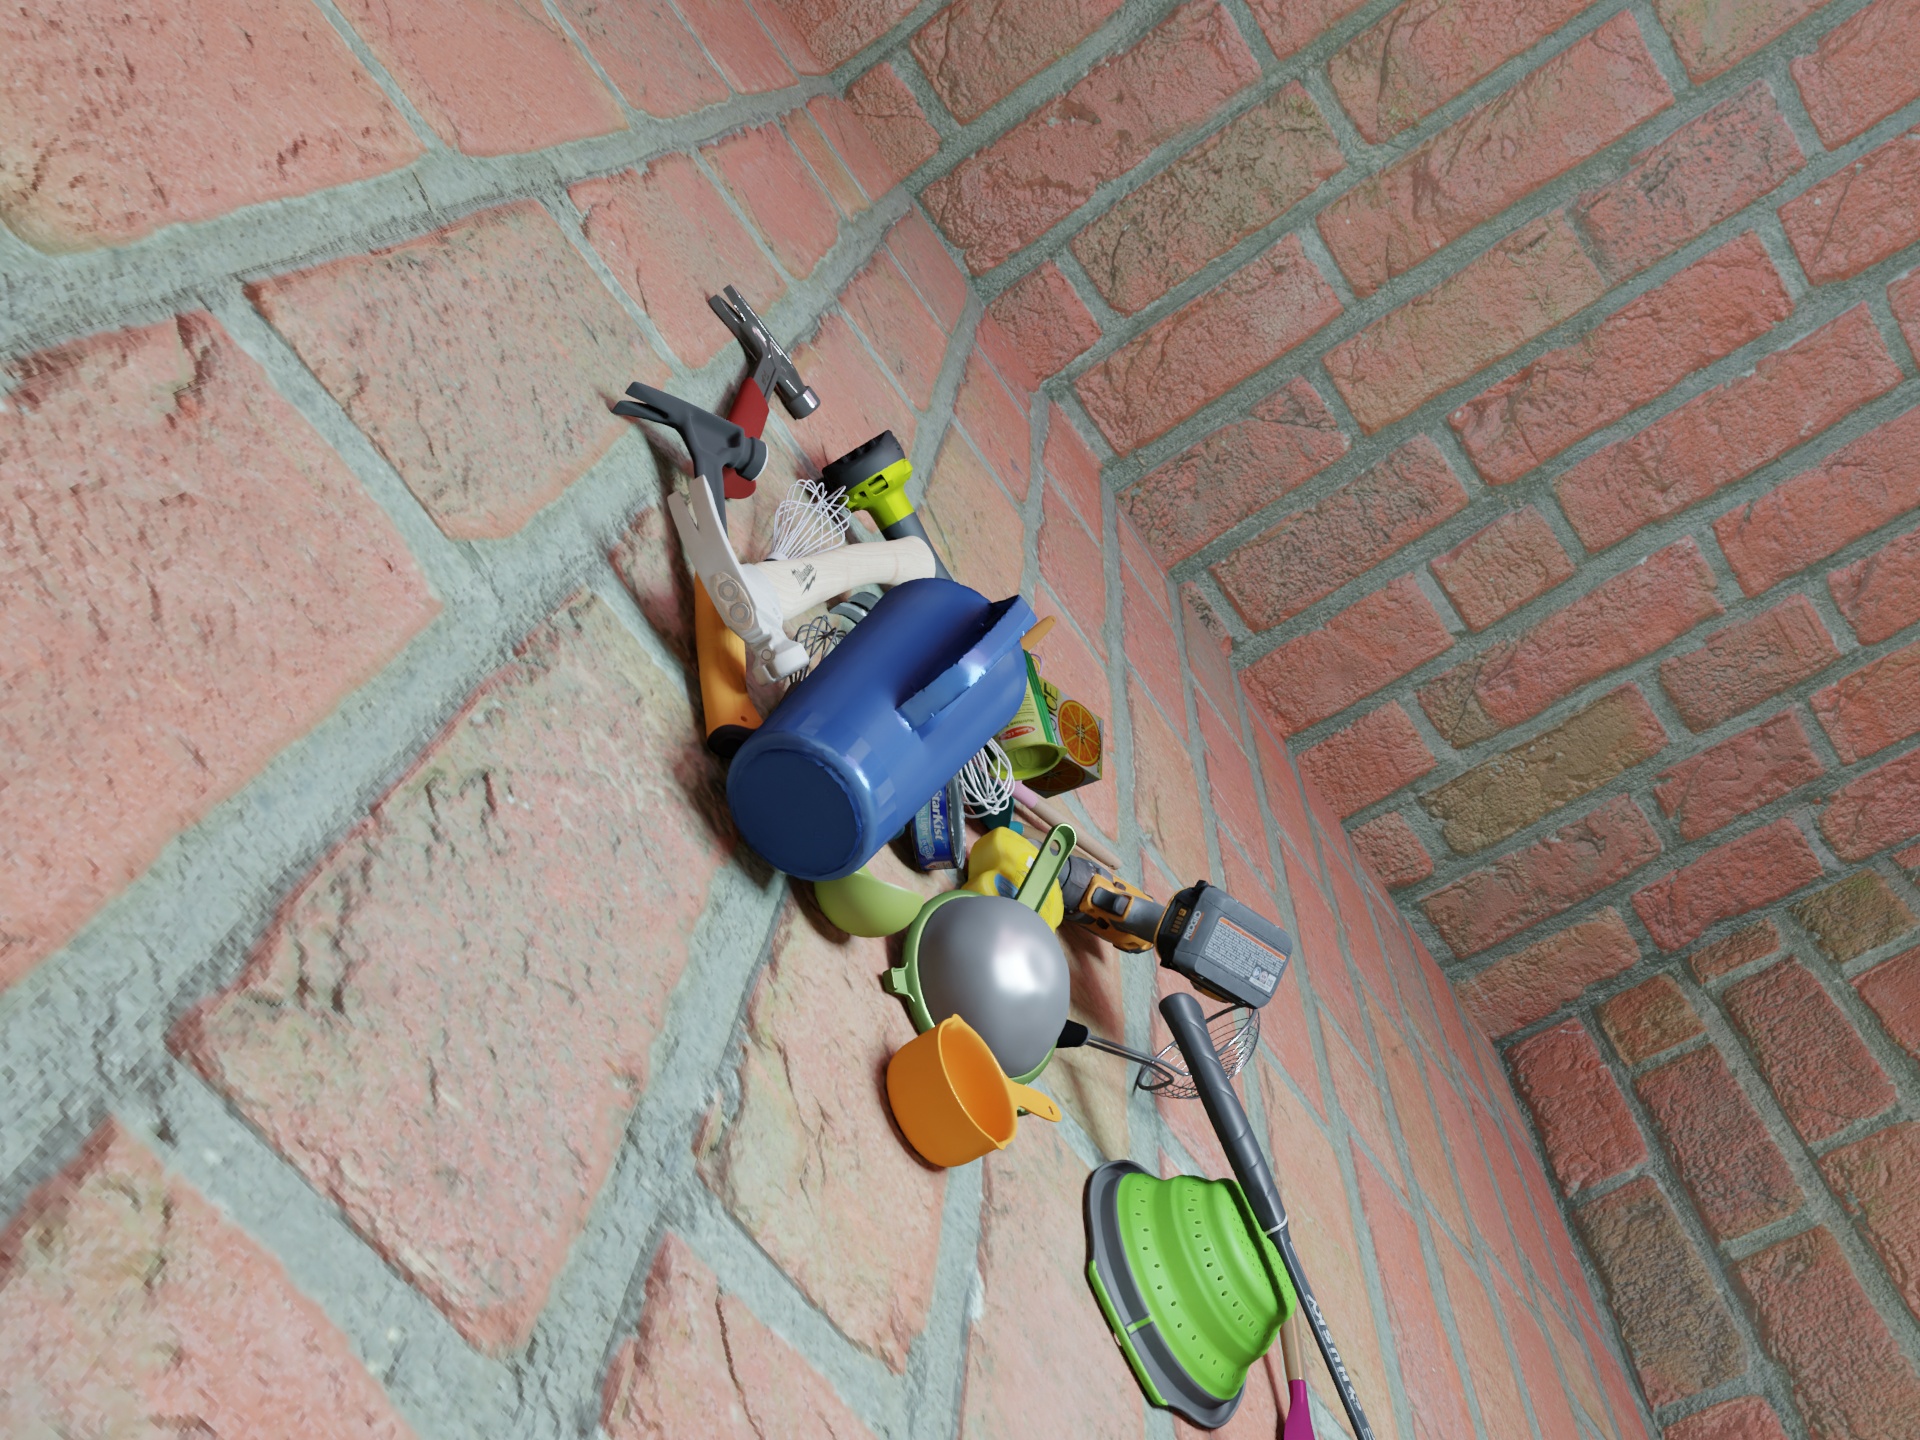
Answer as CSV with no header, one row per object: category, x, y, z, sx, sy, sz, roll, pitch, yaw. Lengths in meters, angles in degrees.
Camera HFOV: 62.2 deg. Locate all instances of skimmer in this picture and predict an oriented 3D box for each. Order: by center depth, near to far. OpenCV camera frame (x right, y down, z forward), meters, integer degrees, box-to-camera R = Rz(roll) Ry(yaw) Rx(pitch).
skimmer,0.128,0.251,1.336,0.363,0.127,0.090,27,39,-43

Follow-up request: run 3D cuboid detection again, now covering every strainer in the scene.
strainer,0.054,0.153,1.177,0.151,0.069,0.256,47,42,-13

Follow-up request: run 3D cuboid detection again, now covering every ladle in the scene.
ladle,-0.079,0.045,1.172,0.078,0.062,0.320,21,29,-22

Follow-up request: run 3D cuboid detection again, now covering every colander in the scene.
colander,0.217,0.418,1.278,0.205,0.094,0.397,62,17,13

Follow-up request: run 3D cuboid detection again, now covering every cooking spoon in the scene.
cooking spoon,0.277,0.526,1.324,0.068,0.017,0.319,49,28,-35

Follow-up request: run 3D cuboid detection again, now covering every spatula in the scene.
spatula,0.071,0.101,1.512,0.082,0.044,0.317,36,2,30
spatula,0.049,-0.066,1.679,0.081,0.041,0.322,56,24,-4

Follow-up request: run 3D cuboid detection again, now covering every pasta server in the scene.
pasta server,0.083,0.082,1.567,0.315,0.060,0.040,38,48,-49

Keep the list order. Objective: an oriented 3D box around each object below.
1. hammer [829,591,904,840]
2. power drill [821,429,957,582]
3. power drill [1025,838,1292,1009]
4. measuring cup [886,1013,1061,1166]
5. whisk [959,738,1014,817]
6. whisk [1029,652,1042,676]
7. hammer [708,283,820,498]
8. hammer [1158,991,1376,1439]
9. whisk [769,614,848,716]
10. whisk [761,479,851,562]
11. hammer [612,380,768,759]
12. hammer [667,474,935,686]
hammer,-0.064,-0.005,1.337,0.128,0.033,0.331,50,18,-26
power drill,-0.047,-0.168,1.576,0.223,0.080,0.171,59,-1,-6
power drill,0.159,0.171,1.419,0.185,0.084,0.226,33,-11,-34
measuring cup,0.011,0.258,1.060,0.173,0.052,0.095,37,26,-54
whisk,-0.002,-0.004,1.384,0.057,0.059,0.247,39,20,-37
whisk,0.056,-0.008,1.682,0.047,0.051,0.245,30,29,-15
hammer,-0.198,-0.294,1.462,0.149,0.036,0.359,51,18,-22
hammer,0.234,0.386,1.161,0.149,0.036,0.409,29,33,-53
whisk,-0.121,-0.016,1.188,0.055,0.055,0.239,53,22,-17
whisk,-0.144,-0.138,1.310,0.070,0.070,0.285,53,22,-16
hammer,-0.184,-0.112,1.156,0.127,0.034,0.337,21,40,-35
hammer,-0.101,-0.125,1.249,0.146,0.038,0.410,62,18,-1
